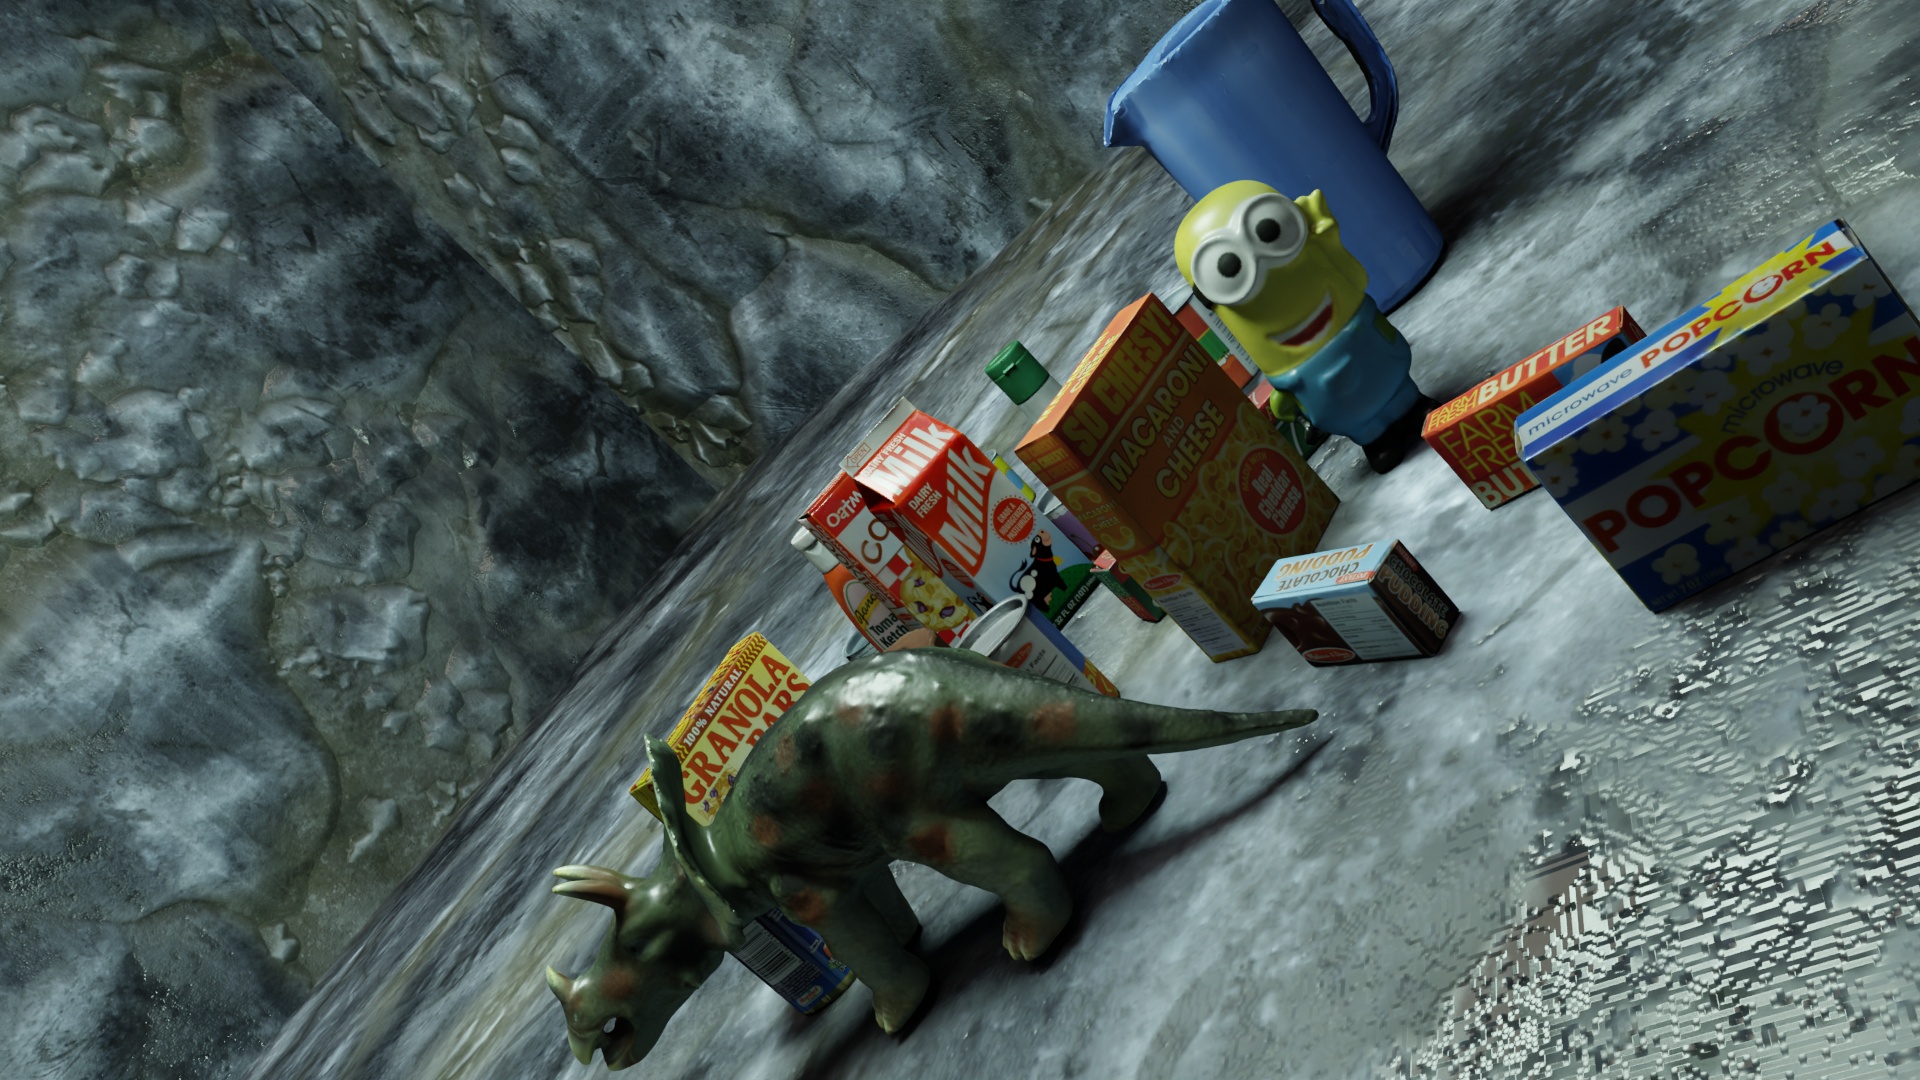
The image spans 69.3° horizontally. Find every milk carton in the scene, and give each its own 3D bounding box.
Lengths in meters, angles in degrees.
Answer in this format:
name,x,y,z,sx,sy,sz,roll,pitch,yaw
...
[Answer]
name,x,y,z,sx,sy,sz,roll,pitch,yaw
milk carton,0.004,-0.012,0.993,0.072,0.190,0.073,-49,14,-15

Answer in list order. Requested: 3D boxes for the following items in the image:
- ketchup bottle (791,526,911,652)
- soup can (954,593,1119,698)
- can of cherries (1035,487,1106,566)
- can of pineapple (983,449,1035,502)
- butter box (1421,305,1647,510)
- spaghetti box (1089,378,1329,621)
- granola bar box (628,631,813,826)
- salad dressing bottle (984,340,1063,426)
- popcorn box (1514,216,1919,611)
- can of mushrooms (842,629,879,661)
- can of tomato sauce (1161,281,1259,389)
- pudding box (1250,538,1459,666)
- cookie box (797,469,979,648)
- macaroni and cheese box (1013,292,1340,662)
name,x,y,z,sx,sy,sz,roll,pitch,yaw
ketchup bottle,-0.076,0.040,1.161,0.064,0.148,0.044,-40,14,18
soup can,0.042,0.083,0.826,0.071,0.083,0.071,-42,14,13
can of cherries,0.095,-0.020,1.031,0.071,0.058,0.072,-42,14,13
can of pineapple,0.027,-0.041,1.293,0.071,0.058,0.071,-42,14,13
butter box,0.272,-0.059,0.640,0.103,0.053,0.024,-33,18,40
spaghetti box,0.185,-0.054,0.885,0.250,0.050,0.028,-46,13,-7
granola bar box,-0.162,0.171,1.077,0.039,0.124,0.166,-33,18,41
salad dressing bottle,0.082,-0.094,1.098,0.064,0.147,0.044,-42,14,14
popcorn box,0.279,-0.041,0.497,0.126,0.085,0.038,-37,16,31
can of mushrooms,-0.071,0.090,1.246,0.071,0.033,0.071,-42,14,13
can of tomato sauce,0.188,-0.154,1.102,0.071,0.083,0.071,-42,14,13
pudding box,0.182,0.030,0.647,0.030,0.049,0.083,-51,15,-24
cookie box,-0.030,-0.006,1.119,0.123,0.167,0.040,-50,14,-22
macaroni and cheese box,0.122,-0.034,0.763,0.040,0.166,0.124,-26,23,54
